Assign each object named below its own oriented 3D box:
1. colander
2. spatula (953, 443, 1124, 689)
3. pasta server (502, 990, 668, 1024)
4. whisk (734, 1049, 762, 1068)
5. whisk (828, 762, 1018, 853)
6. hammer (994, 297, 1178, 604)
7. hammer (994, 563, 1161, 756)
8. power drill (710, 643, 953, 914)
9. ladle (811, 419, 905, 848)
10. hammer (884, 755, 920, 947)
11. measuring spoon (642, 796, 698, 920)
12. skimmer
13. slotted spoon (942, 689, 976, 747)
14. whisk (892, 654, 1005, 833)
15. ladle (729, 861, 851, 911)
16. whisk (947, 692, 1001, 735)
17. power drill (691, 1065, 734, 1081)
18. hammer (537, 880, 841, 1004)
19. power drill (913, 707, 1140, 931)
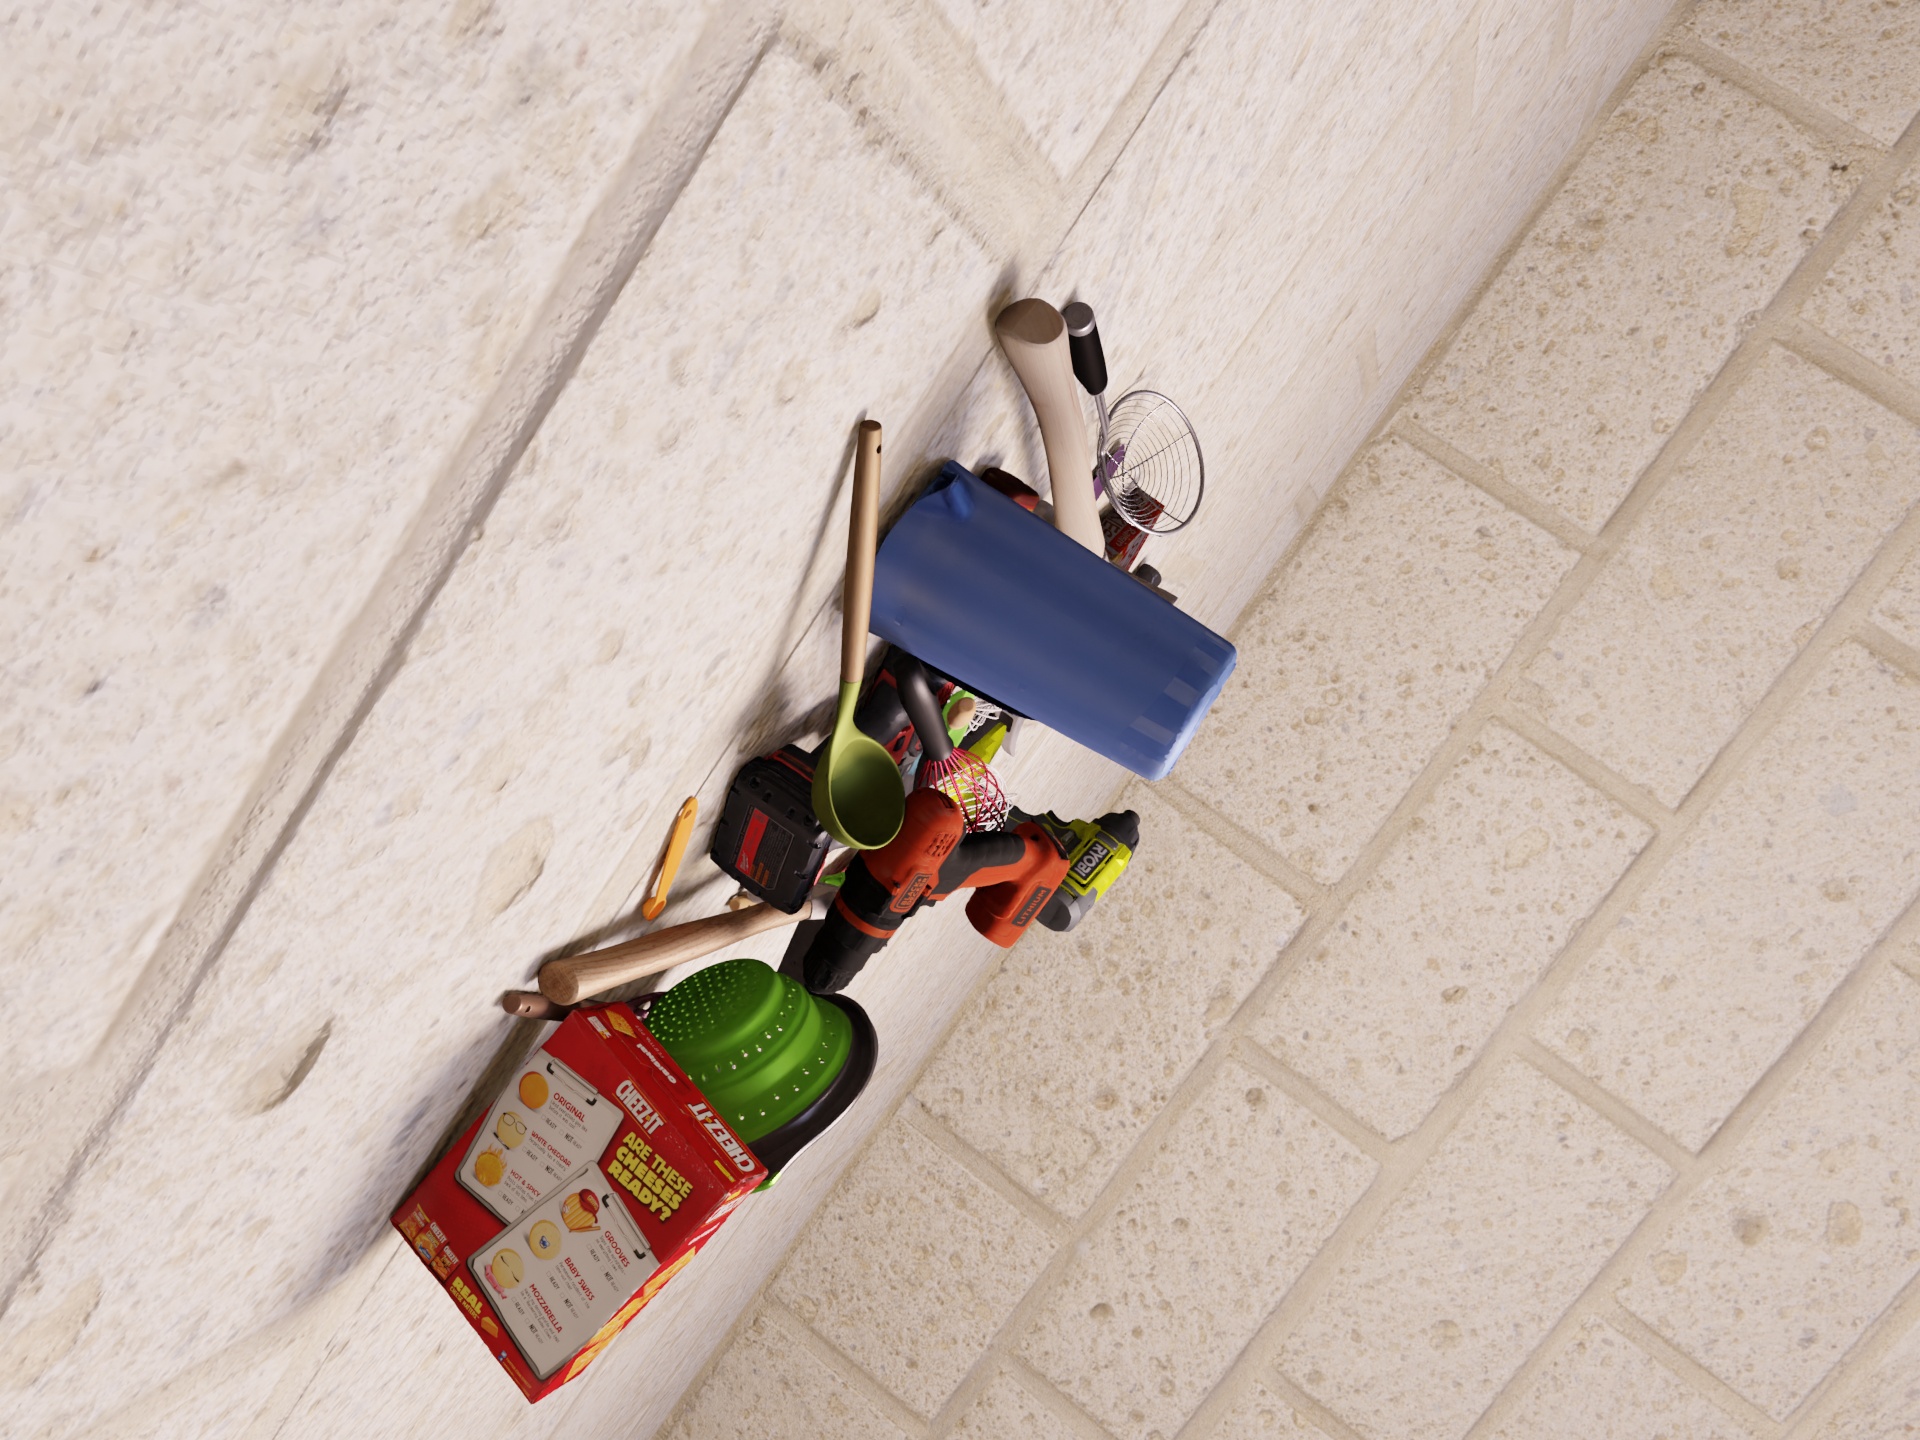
[{"bbox_3d":[-0.158,0.207,1.261,0.204,0.094,0.397,-16,-156,18],"label":"colander"},{"bbox_3d":[0.058,-0.125,1.456,0.316,0.018,0.059,-53,169,-7],"label":"spatula"},{"bbox_3d":[-0.259,0.215,1.158,0.060,0.040,0.316,-64,169,-8],"label":"pasta server"},{"bbox_3d":[-0.278,0.382,1.576,0.245,0.051,0.047,-37,139,-42],"label":"whisk"},{"bbox_3d":[-0.056,0.088,1.400,0.284,0.070,0.070,-11,140,-44],"label":"whisk"},{"bbox_3d":[0.086,-0.180,1.156,0.038,0.146,0.410,-51,164,-7],"label":"hammer"},{"bbox_3d":[0.140,-0.085,1.848,0.335,0.035,0.146,-44,164,-39],"label":"hammer"},{"bbox_3d":[-0.094,0.049,1.236,0.227,0.080,0.187,-46,166,-44],"label":"power drill"},{"bbox_3d":[-0.057,-0.045,1.011,0.078,0.062,0.320,-50,156,-45],"label":"ladle"},{"bbox_3d":[-0.067,0.115,1.556,0.330,0.033,0.128,101,1,-55],"label":"hammer"},{"bbox_3d":[-0.203,0.095,1.105,0.021,0.011,0.116,-36,156,-53],"label":"measuring spoon"},{"bbox_3d":[0.142,-0.246,1.259,0.363,0.090,0.127,43,51,-76],"label":"skimmer"},{"bbox_3d":[-0.002,-0.004,1.308,0.314,0.031,0.070,133,-19,-86],"label":"slotted spoon"},{"bbox_3d":[-0.014,0.028,1.183,0.073,0.073,0.295,-50,156,-15],"label":"whisk"},{"bbox_3d":[-0.145,0.157,1.465,0.069,0.031,0.315,-59,166,7],"label":"ladle"},{"bbox_3d":[0.029,-0.020,1.582,0.246,0.059,0.058,-19,116,-77],"label":"whisk"},{"bbox_3d":[-0.277,0.351,1.386,0.185,0.084,0.226,-46,171,-24],"label":"power drill"},{"bbox_3d":[-0.182,0.158,1.169,0.331,0.130,0.031,-10,106,-62],"label":"hammer"},{"bbox_3d":[0.067,0.094,1.610,0.171,0.223,0.080,-42,164,-43],"label":"power drill"}]
